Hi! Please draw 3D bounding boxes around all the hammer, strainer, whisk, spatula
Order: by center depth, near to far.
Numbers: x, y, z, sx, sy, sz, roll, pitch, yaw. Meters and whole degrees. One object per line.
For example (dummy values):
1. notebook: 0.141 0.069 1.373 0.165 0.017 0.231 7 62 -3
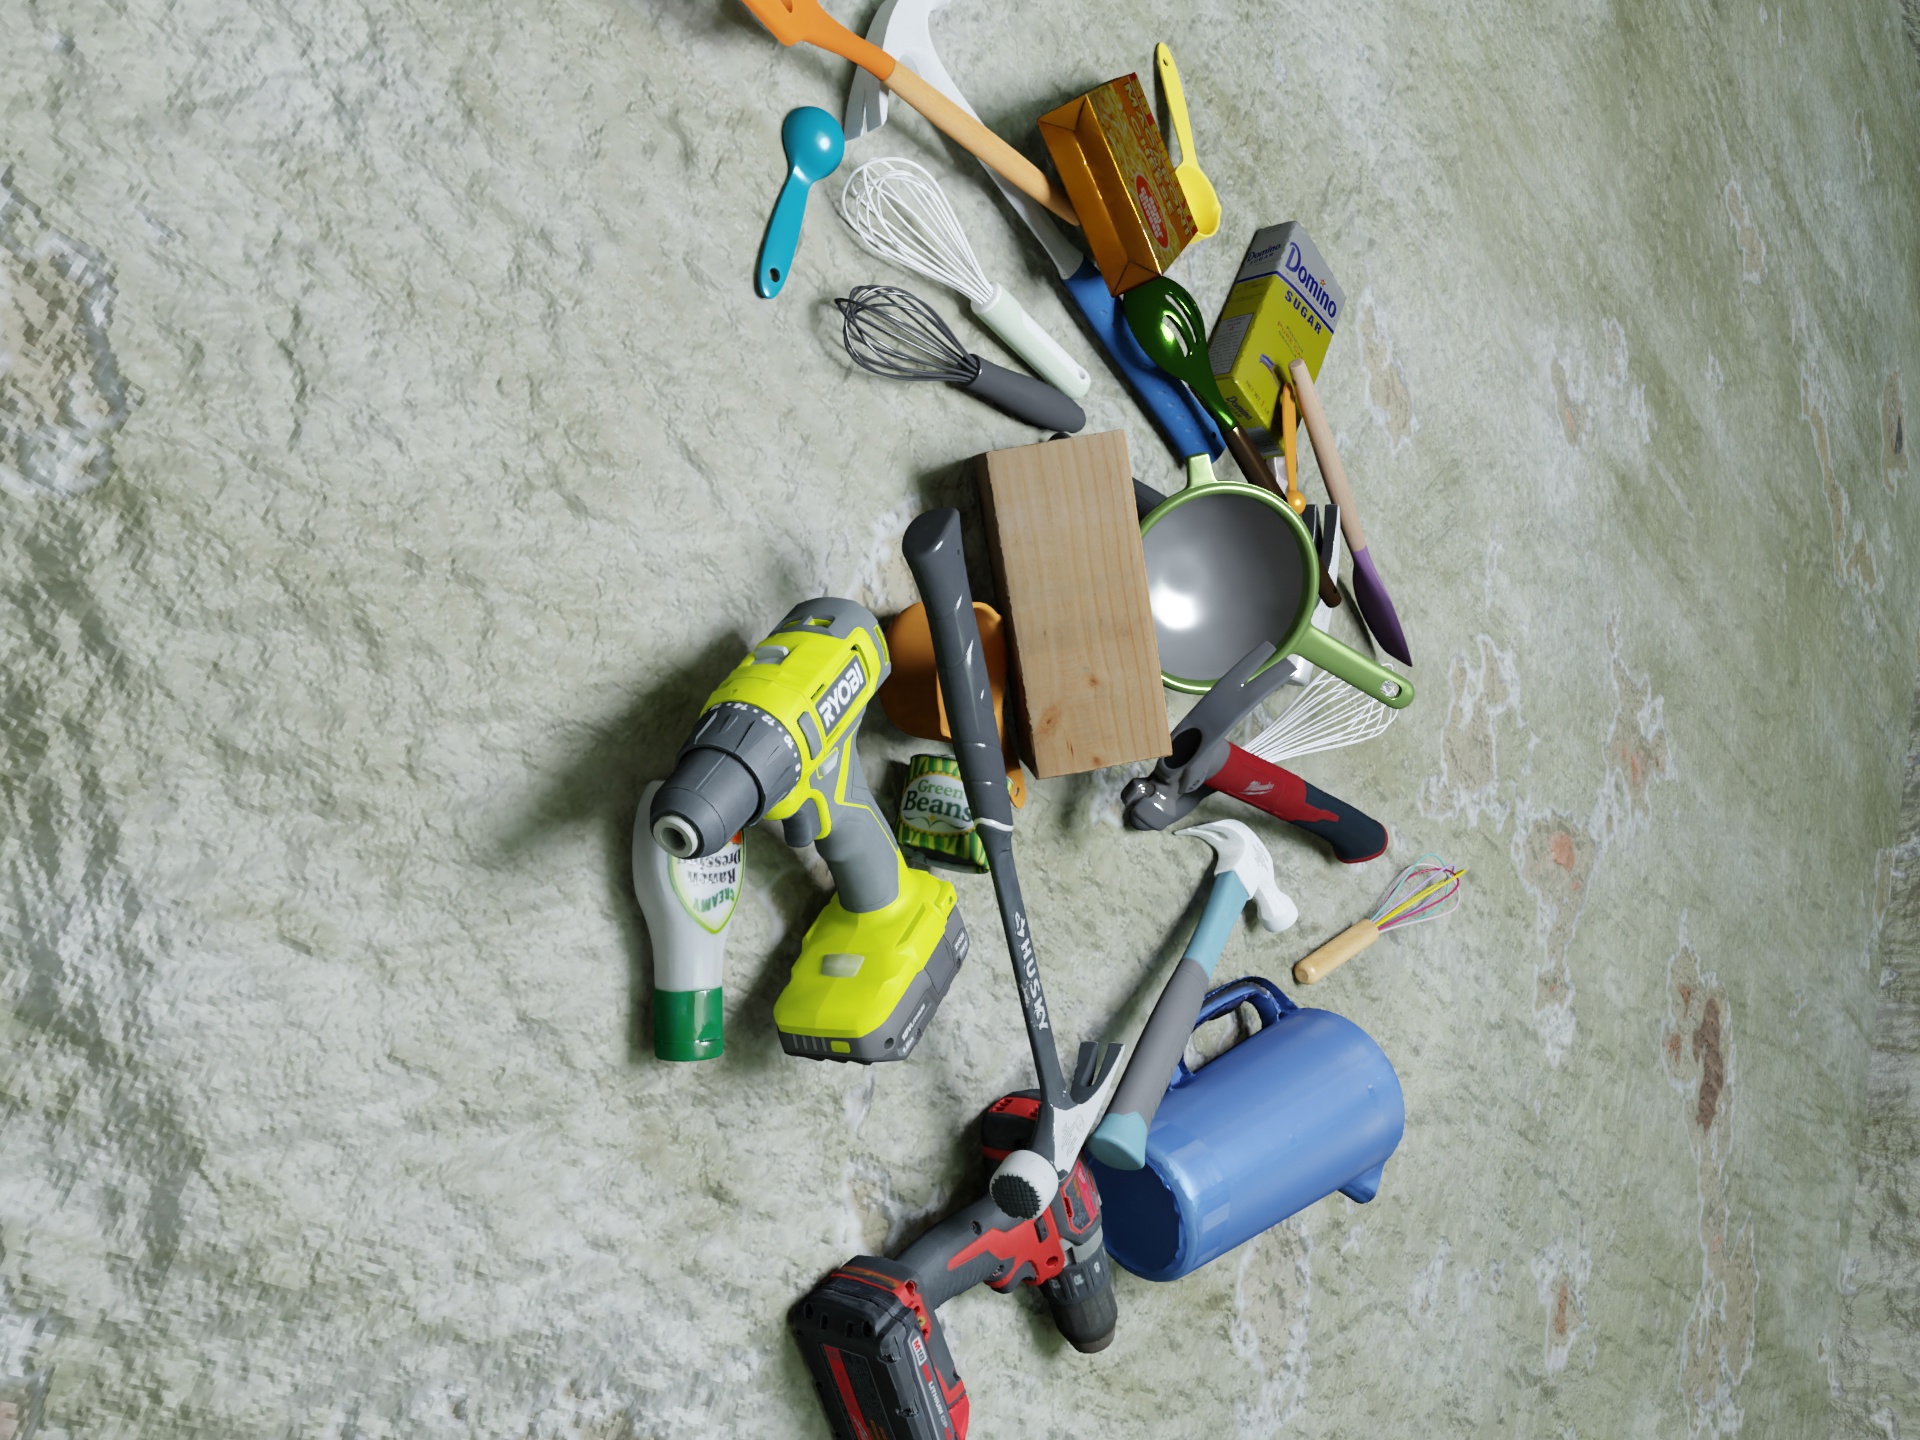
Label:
1. hammer: 0.027 0.077 0.931 0.149 0.036 0.408 -38 120 -56
2. spatula: -0.021 -0.375 0.942 0.322 0.041 0.081 20 73 -45
3. whisk: 0.008 -0.224 1.018 0.238 0.055 0.055 12 80 -49
4. whisk: 0.012 -0.278 1.024 0.246 0.059 0.058 33 39 -45
5. hammer: 0.068 -0.314 1.087 0.405 0.035 0.144 44 59 -36
6. hammer: 0.162 0.188 1.123 0.128 0.033 0.331 58 39 -18
7. strainer: 0.214 -0.076 1.135 0.256 0.069 0.151 26 100 -21
8. hammer: 0.256 0.047 1.188 0.143 0.038 0.386 -49 147 13
9. hammer: 0.180 -0.141 1.192 0.334 0.035 0.146 21 82 -42
10. whisk: 0.235 0.022 1.218 0.284 0.070 0.070 -26 107 -30
11. spatula: 0.317 -0.163 1.303 0.018 0.060 0.315 -36 128 -7
12. whisk: 0.367 0.172 1.378 0.245 0.047 0.051 -21 105 -41

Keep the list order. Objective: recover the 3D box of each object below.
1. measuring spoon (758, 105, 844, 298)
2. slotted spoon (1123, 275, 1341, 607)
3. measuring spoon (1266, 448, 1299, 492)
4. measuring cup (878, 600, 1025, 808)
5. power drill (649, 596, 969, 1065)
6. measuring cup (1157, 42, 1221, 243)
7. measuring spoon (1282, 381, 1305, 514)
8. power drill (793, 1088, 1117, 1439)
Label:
1. measuring spoon: -0.092 -0.304 0.931 0.042 0.021 0.129 28 68 -42
2. slotted spoon: 0.211 -0.199 1.176 0.313 0.031 0.070 52 54 -30
3. measuring spoon: 0.246 -0.168 1.286 0.034 0.018 0.124 26 78 -42
4. measuring cup: -0.002 -0.003 1.004 0.095 0.052 0.173 -62 147 -32
5. power drill: -0.079 0.072 0.852 0.191 0.080 0.228 -56 137 -49
6. measuring cup: 0.158 -0.433 1.199 0.062 0.029 0.156 -2 78 -46
7. measuring spoon: 0.254 -0.208 1.209 0.021 0.011 0.117 32 53 -49
8. power drill: 0.016 0.364 0.991 0.227 0.080 0.187 -33 113 -44
